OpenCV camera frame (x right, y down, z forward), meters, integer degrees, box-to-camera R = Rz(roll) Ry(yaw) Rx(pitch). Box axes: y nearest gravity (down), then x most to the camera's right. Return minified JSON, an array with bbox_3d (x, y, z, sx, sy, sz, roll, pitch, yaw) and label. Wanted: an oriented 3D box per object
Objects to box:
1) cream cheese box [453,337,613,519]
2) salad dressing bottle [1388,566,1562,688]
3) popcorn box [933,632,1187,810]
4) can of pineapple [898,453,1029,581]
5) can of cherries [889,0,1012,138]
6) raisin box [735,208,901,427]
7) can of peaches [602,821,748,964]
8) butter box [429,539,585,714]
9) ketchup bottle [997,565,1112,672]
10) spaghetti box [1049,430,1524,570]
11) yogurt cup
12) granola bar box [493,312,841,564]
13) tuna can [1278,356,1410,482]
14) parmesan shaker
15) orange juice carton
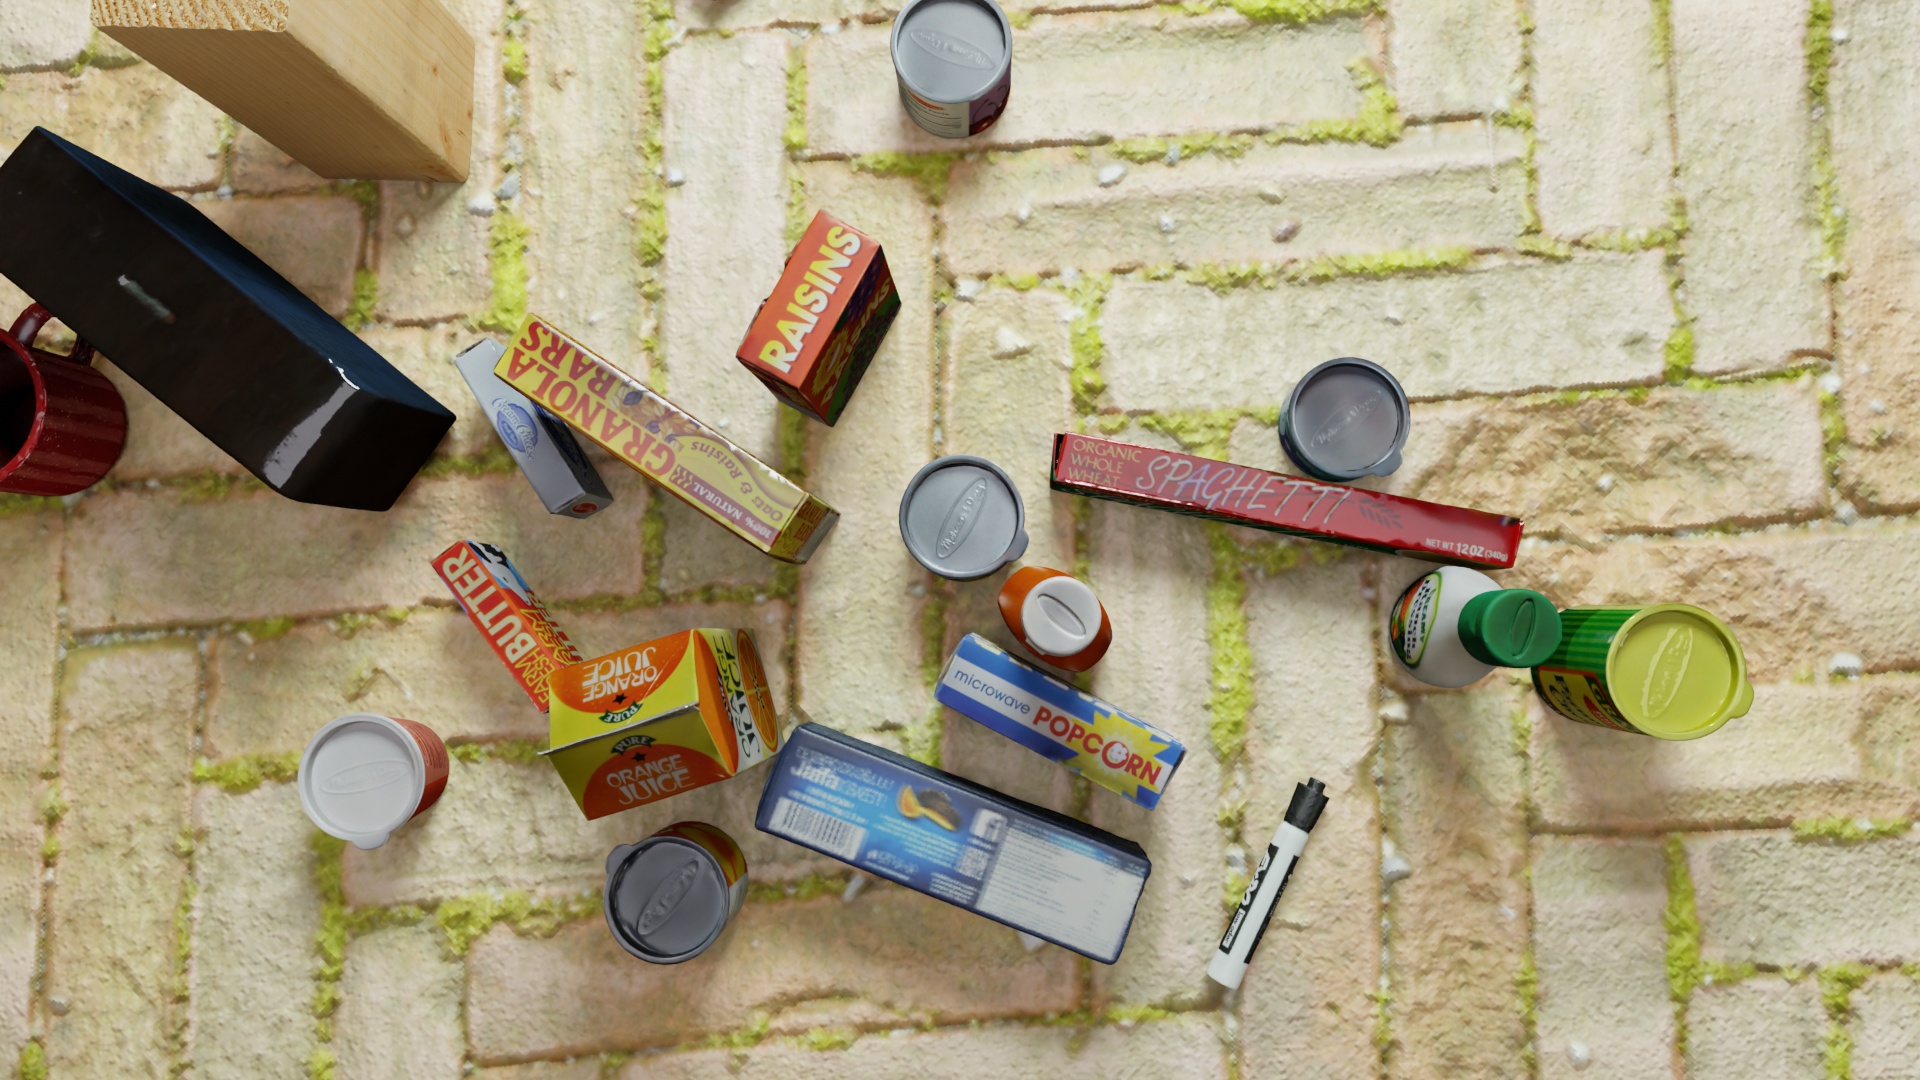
[{"bbox_3d":[-0.235,-0.060,0.769,0.024,0.053,0.104,-33,85,0],"label":"cream cheese box"},{"bbox_3d":[0.256,0.043,0.697,0.044,0.147,0.064,16,87,3],"label":"salad dressing bottle"},{"bbox_3d":[0.050,0.093,0.731,0.127,0.085,0.038,27,88,4],"label":"popcorn box"},{"bbox_3d":[0.003,-0.009,0.754,0.071,0.058,0.071,0,86,2],"label":"can of pineapple"},{"bbox_3d":[-0.002,-0.267,0.773,0.071,0.058,0.071,0,86,2],"label":"can of cherries"},{"bbox_3d":[-0.071,-0.113,0.732,0.040,0.123,0.086,29,88,4],"label":"raisin box"},{"bbox_3d":[-0.153,0.185,0.745,0.071,0.058,0.071,0,86,2],"label":"can of peaches"},{"bbox_3d":[-0.242,0.047,0.761,0.024,0.053,0.103,-38,86,-1],"label":"butter box"},{"bbox_3d":[0.048,0.040,0.704,0.065,0.149,0.043,40,89,4],"label":"ketchup bottle"},{"bbox_3d":[0.171,-0.021,0.753,0.250,0.050,0.028,11,87,3],"label":"spaghetti box"},{"bbox_3d":[-0.316,0.127,0.757,0.072,0.054,0.072,0,86,2],"label":"yogurt cup"},{"bbox_3d":[-0.148,-0.048,0.729,0.165,0.124,0.039,33,88,4],"label":"granola bar box"},{"bbox_3d":[0.212,-0.064,0.764,0.071,0.033,0.071,0,86,2],"label":"tuna can"},{"bbox_3d":[0.346,0.067,0.714,0.071,0.103,0.071,0,86,2],"label":"parmesan shaker"},{"bbox_3d":[-0.144,0.087,0.685,0.072,0.192,0.073,-16,86,1],"label":"orange juice carton"}]
